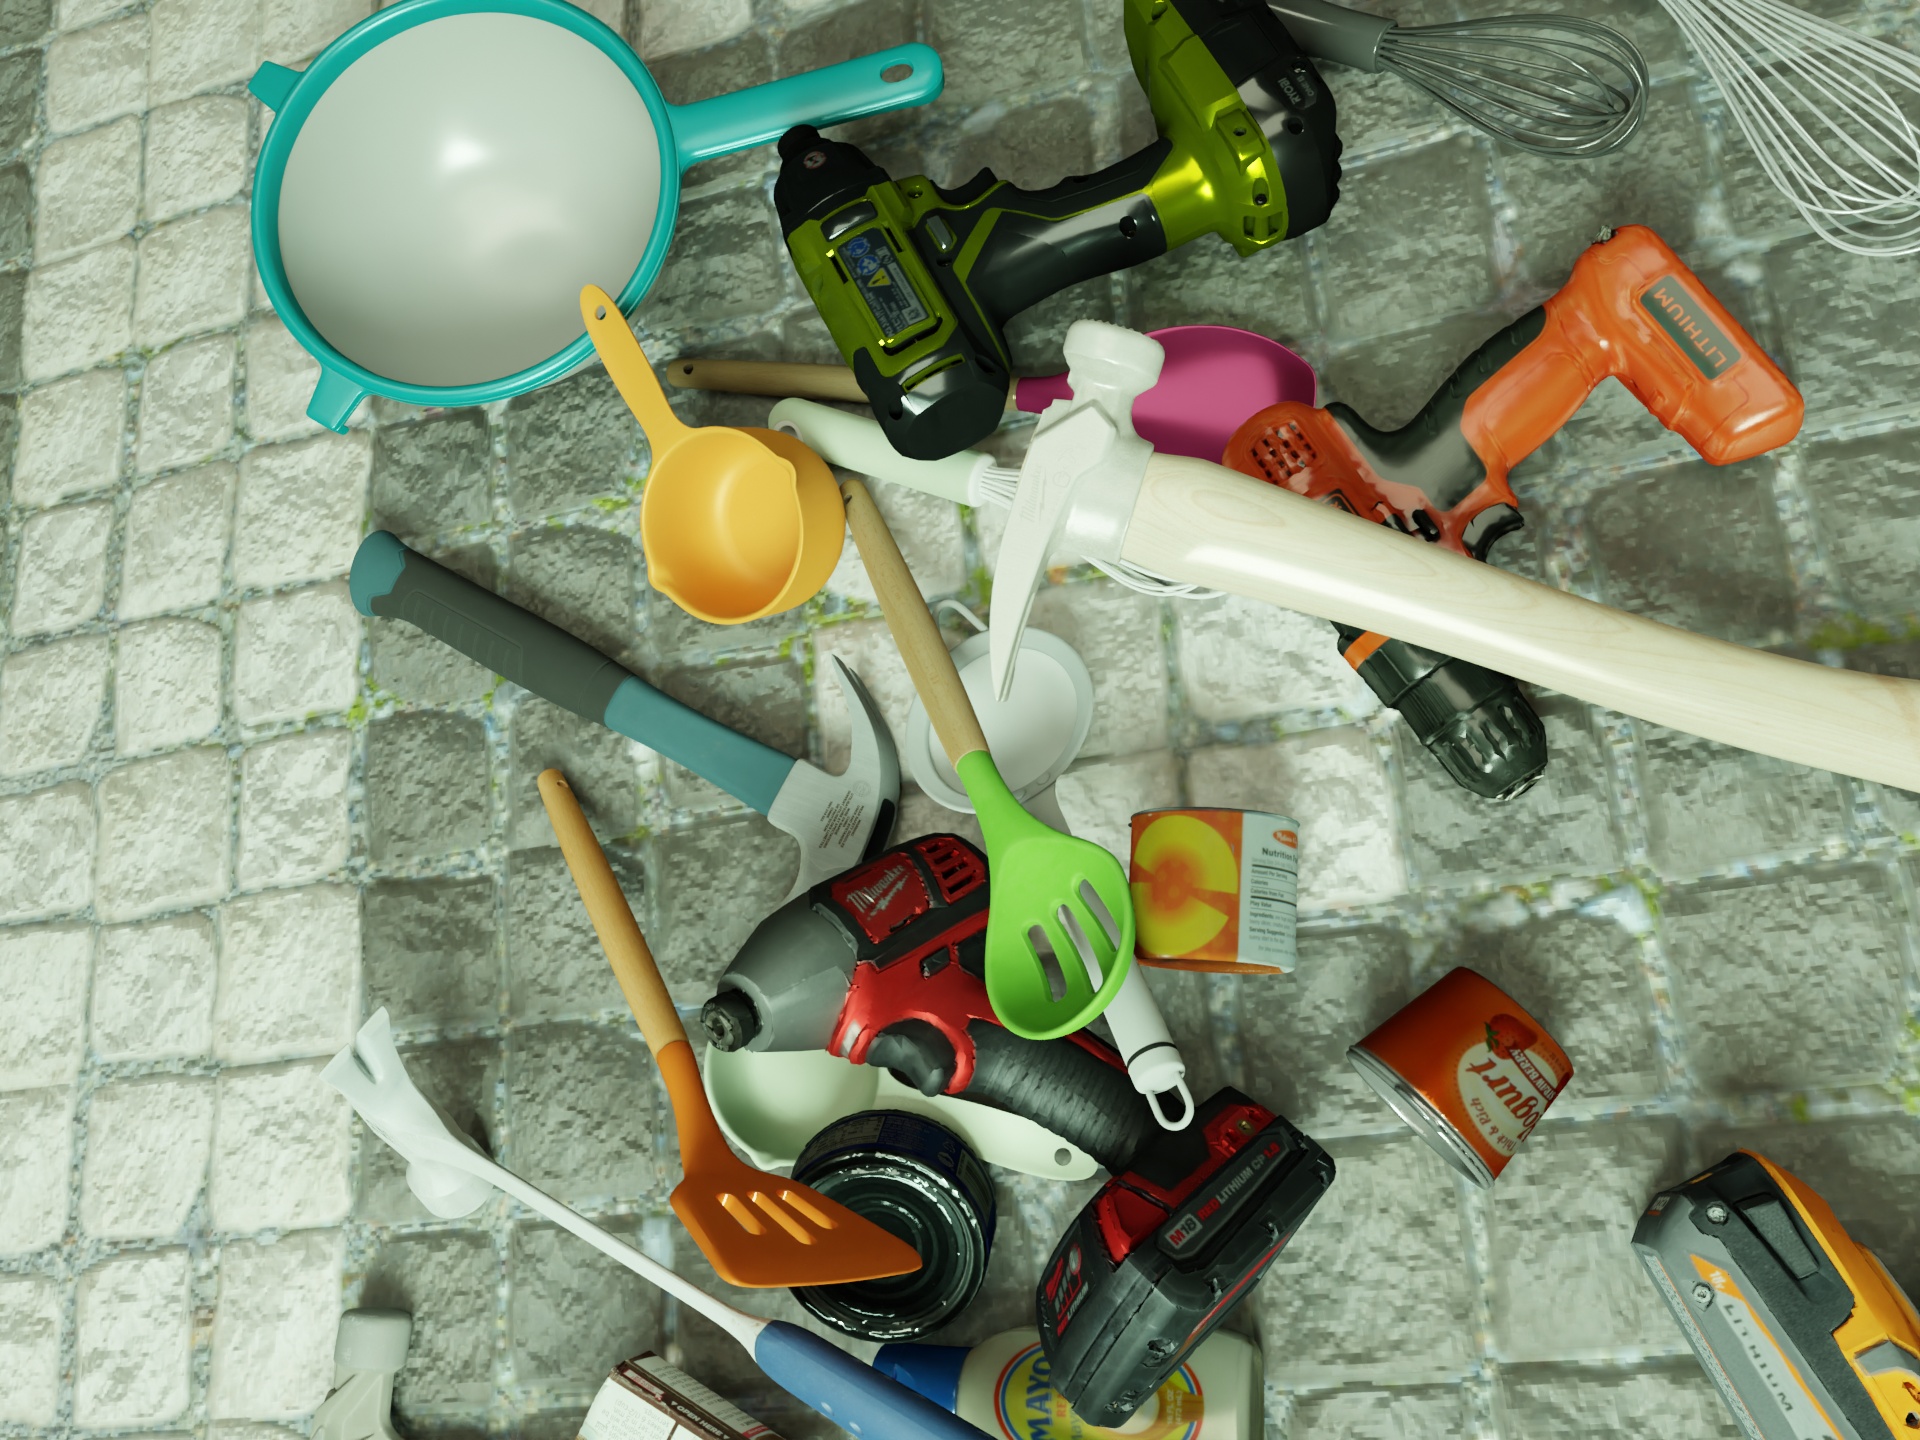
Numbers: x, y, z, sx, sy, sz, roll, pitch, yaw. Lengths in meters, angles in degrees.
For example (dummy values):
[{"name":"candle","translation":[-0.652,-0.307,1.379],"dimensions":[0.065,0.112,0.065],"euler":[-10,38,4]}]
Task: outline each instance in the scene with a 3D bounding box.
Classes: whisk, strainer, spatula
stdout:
[{"name":"whisk","translation":[0.184,-0.298,0.696],"dimensions":[0.239,0.055,0.055],"euler":[28,87,27]},{"name":"whisk","translation":[0.307,-0.293,0.650],"dimensions":[0.070,0.070,0.285],"euler":[-35,64,8]},{"name":"whisk","translation":[0.017,-0.105,0.706],"dimensions":[0.246,0.057,0.059],"euler":[20,49,24]},{"name":"strainer","translation":[-0.170,-0.261,0.791],"dimensions":[0.340,0.095,0.211],"euler":[-14,80,3]},{"name":"spatula","translation":[-0.121,0.112,0.648],"dimensions":[0.323,0.081,0.041],"euler":[52,121,44]},{"name":"strainer","translation":[0.039,0.050,0.628],"dimensions":[0.087,0.050,0.259],"euler":[-32,48,11]}]

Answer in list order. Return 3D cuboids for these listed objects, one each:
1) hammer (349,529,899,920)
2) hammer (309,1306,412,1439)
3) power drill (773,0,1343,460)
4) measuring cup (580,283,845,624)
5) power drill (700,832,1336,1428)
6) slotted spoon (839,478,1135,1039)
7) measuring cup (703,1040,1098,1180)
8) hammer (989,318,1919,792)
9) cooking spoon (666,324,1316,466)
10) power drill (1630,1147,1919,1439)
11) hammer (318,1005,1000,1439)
[{"name":"hammer","translation":[-0.170,-0.013,0.749],"dimensions":[0.331,0.033,0.128],"euler":[26,82,24]},{"name":"hammer","translation":[-0.114,0.334,0.643],"dimensions":[0.359,0.036,0.149],"euler":[-1,76,19]},{"name":"power drill","translation":[0.035,-0.234,0.693],"dimensions":[0.223,0.080,0.171],"euler":[-28,69,1]},{"name":"measuring cup","translation":[-0.117,-0.126,0.730],"dimensions":[0.095,0.052,0.174],"euler":[-34,82,28]},{"name":"power drill","translation":[0.013,0.138,0.590],"dimensions":[0.220,0.143,0.078],"euler":[40,128,24]},{"name":"slotted spoon","translation":[-0.001,-0.002,0.644],"dimensions":[0.070,0.031,0.314],"euler":[-44,46,20]},{"name":"measuring cup","translation":[-0.023,0.158,0.661],"dimensions":[0.167,0.038,0.083],"euler":[16,85,9]},{"name":"hammer","translation":[0.214,-0.020,0.572],"dimensions":[0.410,0.038,0.146],"euler":[18,94,9]},{"name":"cooking spoon","translation":[0.004,-0.153,0.735],"dimensions":[0.319,0.017,0.069],"euler":[8,88,20]},{"name":"power drill","translation":[0.341,0.151,0.511],"dimensions":[0.226,0.084,0.164],"euler":[-28,69,6]},{"name":"hammer","translation":[-0.081,0.224,0.589],"dimensions":[0.406,0.143,0.035],"euler":[21,55,26]}]
